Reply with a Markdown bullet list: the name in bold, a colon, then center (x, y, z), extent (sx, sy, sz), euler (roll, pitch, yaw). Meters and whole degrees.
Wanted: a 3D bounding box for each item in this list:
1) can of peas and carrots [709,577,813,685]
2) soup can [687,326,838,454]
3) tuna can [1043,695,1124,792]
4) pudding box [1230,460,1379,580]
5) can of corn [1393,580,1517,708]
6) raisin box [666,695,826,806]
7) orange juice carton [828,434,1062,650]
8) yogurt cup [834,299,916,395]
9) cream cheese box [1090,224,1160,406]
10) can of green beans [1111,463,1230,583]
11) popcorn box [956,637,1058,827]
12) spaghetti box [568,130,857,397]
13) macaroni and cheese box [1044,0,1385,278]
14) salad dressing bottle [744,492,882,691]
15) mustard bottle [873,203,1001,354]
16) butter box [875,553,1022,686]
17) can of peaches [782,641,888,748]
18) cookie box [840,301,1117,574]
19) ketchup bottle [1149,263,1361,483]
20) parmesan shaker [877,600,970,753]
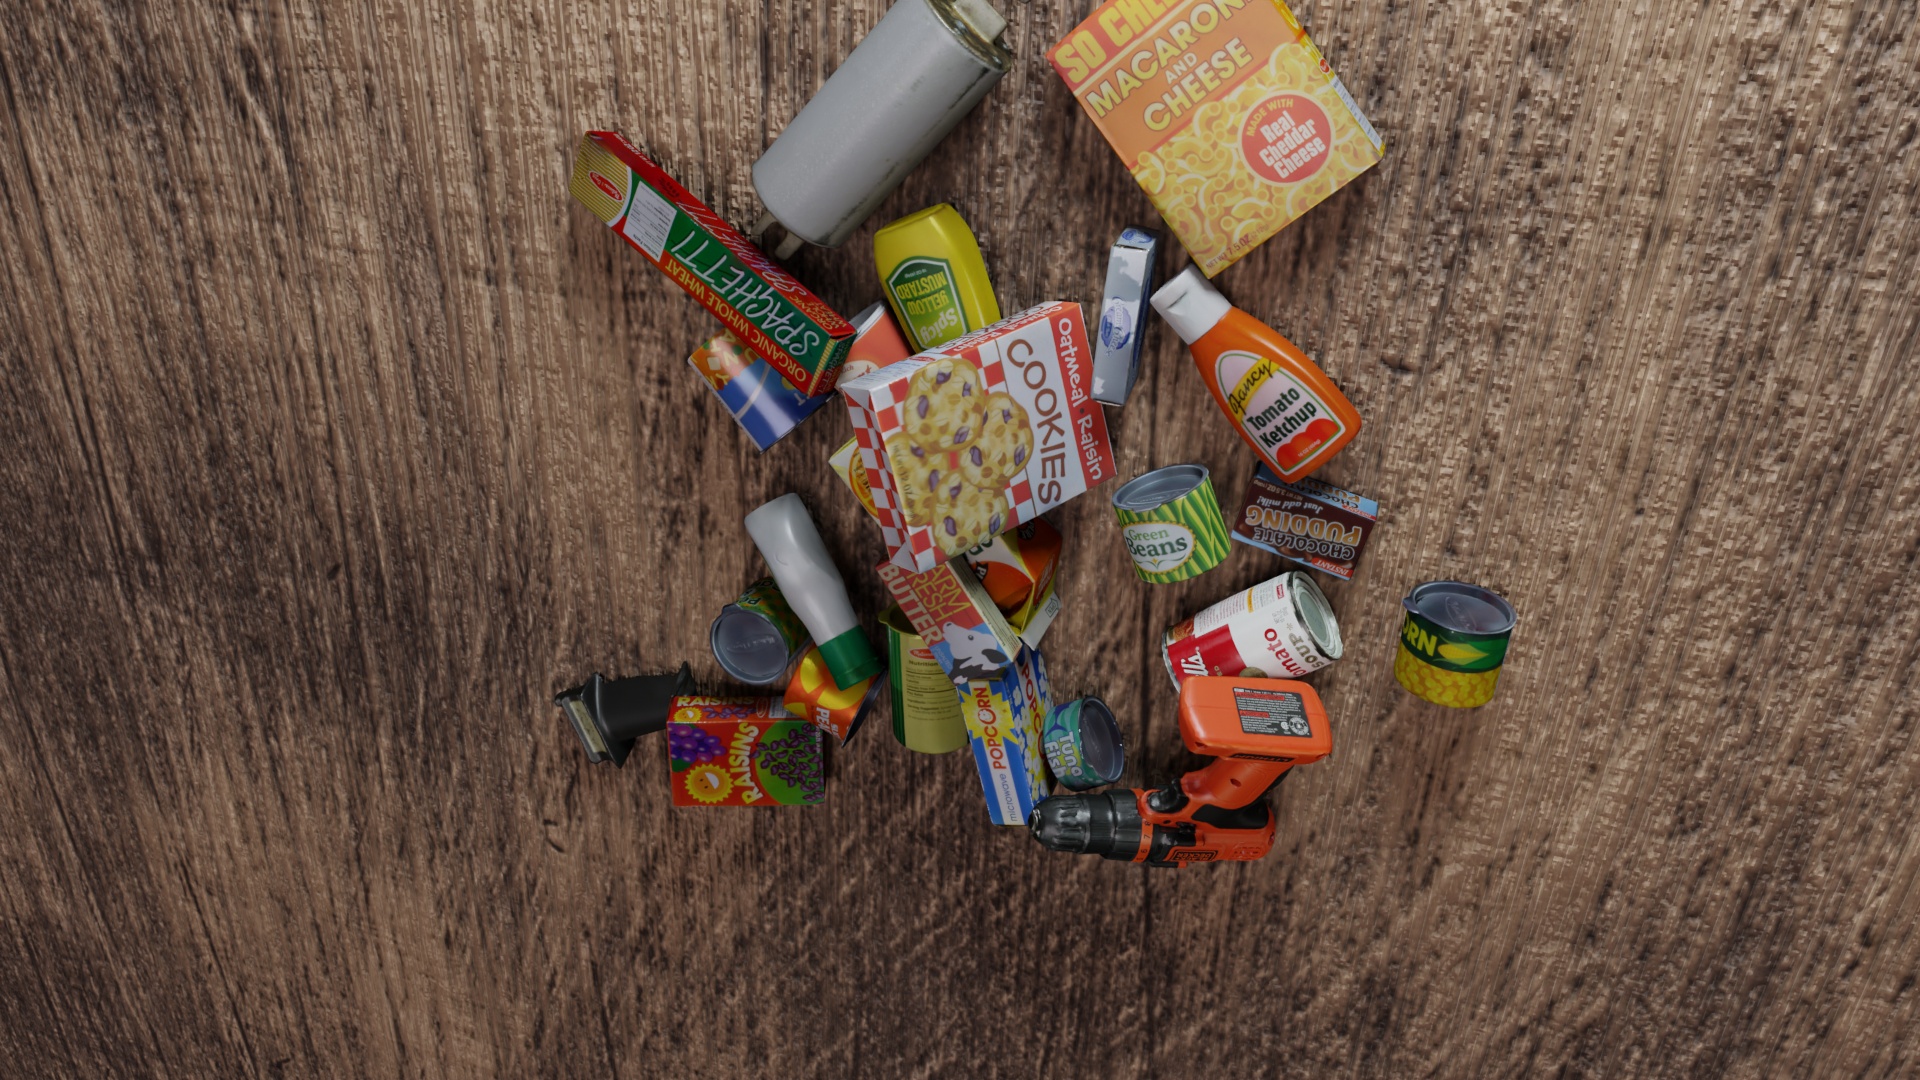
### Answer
- **can of peas and carrots**: center (-0.152, 0.067, 1.074), extent (0.071, 0.059, 0.070), euler (8, 117, 16)
- **soup can**: center (-0.138, -0.115, 0.976), extent (0.071, 0.072, 0.083), euler (-33, 100, 30)
- **tuna can**: center (0.090, 0.150, 1.019), extent (0.032, 0.071, 0.071), euler (-21, 106, 29)
- **pudding box**: center (0.225, -0.013, 0.914), extent (0.084, 0.030, 0.049), euler (22, 121, 9)
- **can of corn**: center (0.316, 0.067, 0.898), extent (0.071, 0.071, 0.058), euler (11, 119, 15)
- **raisin box**: center (-0.171, 0.169, 1.120), extent (0.123, 0.040, 0.085), euler (0, 118, -3)
- **orange juice carton**: center (0.003, -0.012, 0.971), extent (0.072, 0.072, 0.192), euler (-33, 100, 30)
- **yogurt cup**: center (-0.061, -0.122, 0.946), extent (0.072, 0.073, 0.054), euler (-32, 109, 30)
- **cream cheese box**: center (0.104, -0.143, 0.881), extent (0.024, 0.053, 0.103), euler (12, 118, 11)
- **can of green beans**: center (0.141, -0.011, 0.924), extent (0.071, 0.071, 0.057), euler (-12, 111, 25)
- **popcorn box**: center (0.039, 0.135, 1.022), extent (0.038, 0.085, 0.126), euler (-4, 114, 23)
- **spaghetti box**: center (-0.169, -0.188, 0.930), extent (0.250, 0.029, 0.050), euler (41, 124, 19)
- **macaroni and cheese box**: center (0.149, -0.258, 0.816), extent (0.123, 0.040, 0.166), euler (-33, 101, 30)
- **salad dressing bottle**: center (-0.107, 0.039, 1.027), extent (0.044, 0.064, 0.147), euler (-29, 86, 9)
- **mustard bottle**: center (-0.002, -0.140, 0.923), extent (0.065, 0.049, 0.159), euler (-15, 109, 29)
- **butter box**: center (-0.008, 0.045, 0.945), extent (0.053, 0.024, 0.103), euler (-27, 104, 29)
- **can of peaches**: center (-0.098, 0.116, 1.071), extent (0.058, 0.071, 0.071), euler (28, 121, 6)
- **cookie box**: center (0.016, -0.069, 0.889), extent (0.040, 0.168, 0.122), euler (17, 127, 54)
- **ketchup bottle**: center (0.182, -0.108, 0.875), extent (0.149, 0.044, 0.064), euler (47, 120, -5)
- **parmesan shaker**: center (-0.024, 0.099, 1.037), extent (0.071, 0.072, 0.102), euler (7, 118, 17)
